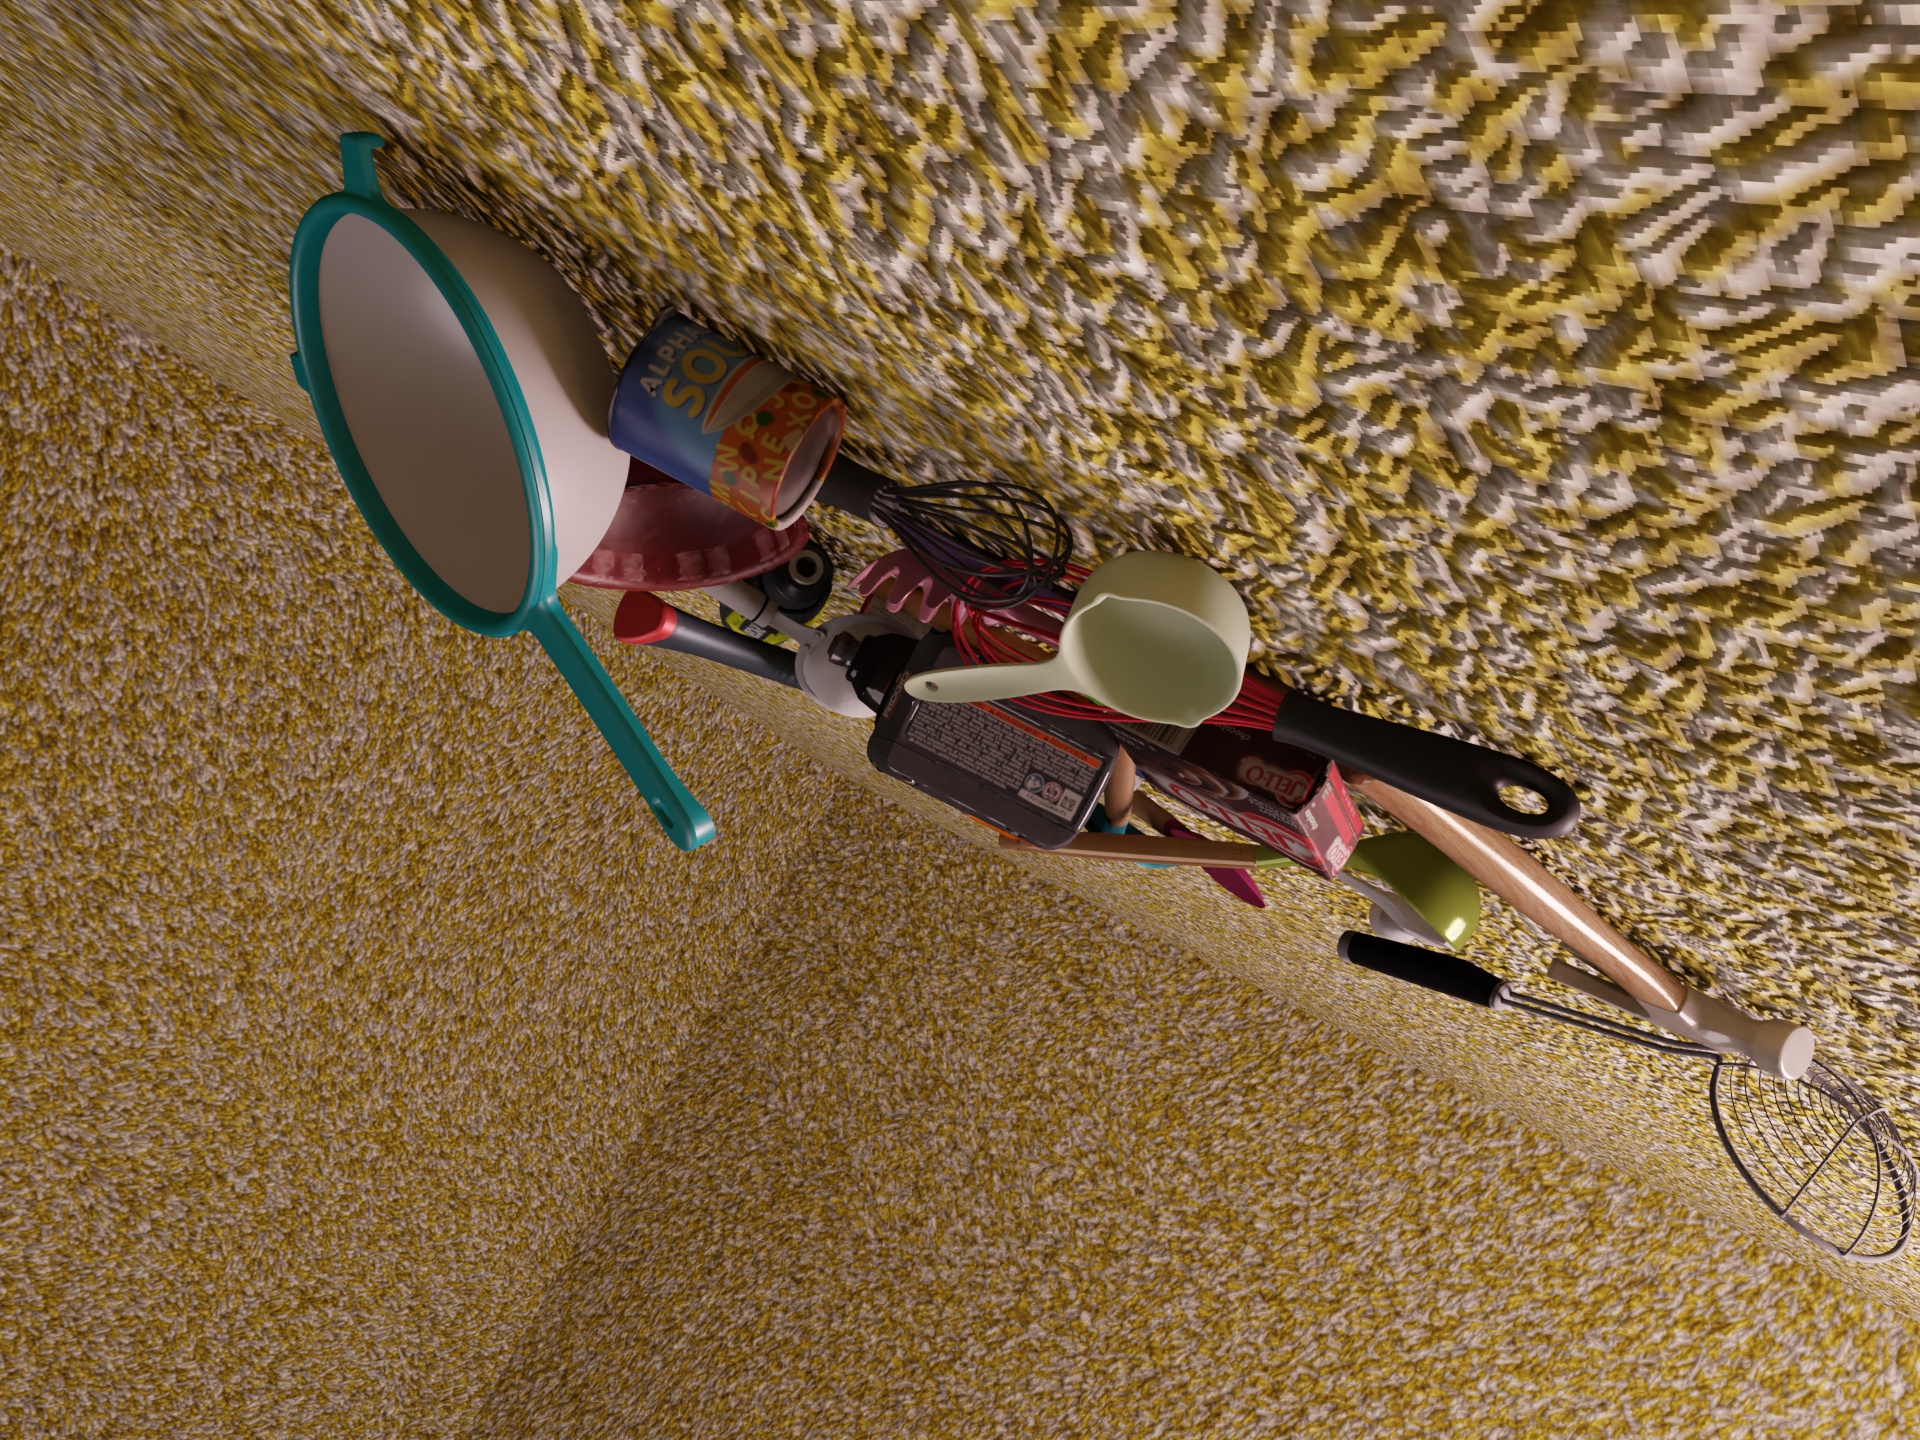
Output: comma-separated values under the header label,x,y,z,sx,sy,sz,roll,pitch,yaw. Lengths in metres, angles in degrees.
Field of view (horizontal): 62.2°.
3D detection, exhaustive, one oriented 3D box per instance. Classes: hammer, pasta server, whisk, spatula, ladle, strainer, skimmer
label,x,y,z,sx,sy,sz,roll,pitch,yaw
hammer,0.155,0.043,1.055,0.405,0.035,0.144,30,174,-4
pasta server,0.083,-0.023,0.853,0.316,0.040,0.060,26,-179,16
whisk,0.125,-0.008,0.707,0.296,0.073,0.073,21,170,23
spatula,0.085,-0.042,0.783,0.316,0.018,0.059,27,175,28
ladle,0.155,0.093,0.967,0.320,0.062,0.078,1,158,36
strainer,-0.117,-0.062,1.000,0.258,0.087,0.050,32,-148,-21
whisk,-0.034,-0.103,0.735,0.239,0.055,0.055,30,175,44
hammer,-0.062,-0.017,1.124,0.386,0.038,0.143,18,175,-26
hammer,0.304,0.095,0.825,0.331,0.031,0.130,34,172,-29
spatula,0.105,0.043,1.009,0.082,0.044,0.317,36,167,16
skimmer,0.386,0.214,0.976,0.127,0.090,0.363,-14,-162,-39
strainer,-0.188,-0.100,0.756,0.340,0.095,0.211,56,144,3

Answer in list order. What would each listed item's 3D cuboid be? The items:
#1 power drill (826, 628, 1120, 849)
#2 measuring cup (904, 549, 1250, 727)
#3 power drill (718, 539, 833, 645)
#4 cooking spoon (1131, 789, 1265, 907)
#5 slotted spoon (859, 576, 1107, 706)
label,x,y,z,sx,sy,sz,roll,pitch,yaw
power drill,-0.001,-0.003,0.900,0.164,0.084,0.226,27,-177,-6
measuring cup,0.046,-0.033,0.683,0.167,0.038,0.083,-6,136,37
power drill,-0.192,-0.128,1.076,0.228,0.080,0.190,29,169,-12
cooking spoon,0.145,0.071,1.166,0.068,0.017,0.319,48,177,-20
slotted spoon,0.059,-0.029,0.962,0.314,0.031,0.070,28,173,28
